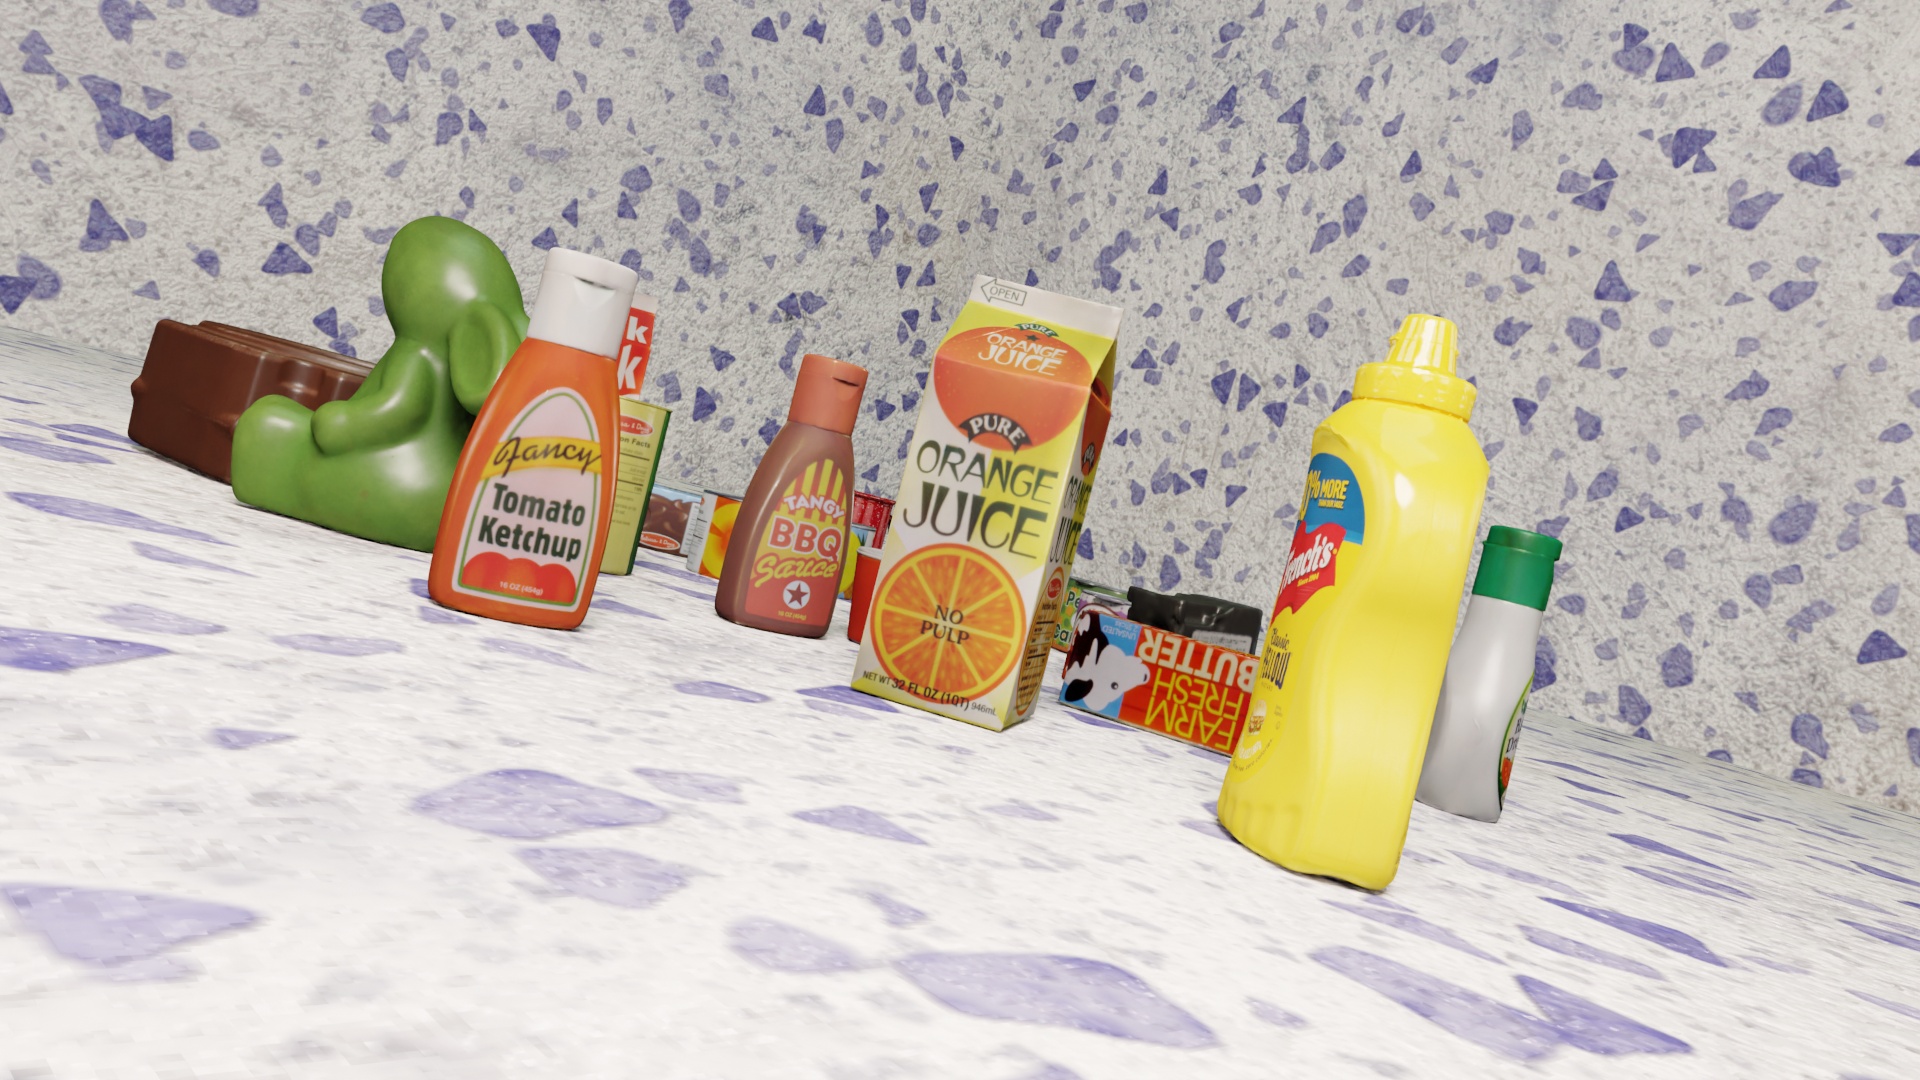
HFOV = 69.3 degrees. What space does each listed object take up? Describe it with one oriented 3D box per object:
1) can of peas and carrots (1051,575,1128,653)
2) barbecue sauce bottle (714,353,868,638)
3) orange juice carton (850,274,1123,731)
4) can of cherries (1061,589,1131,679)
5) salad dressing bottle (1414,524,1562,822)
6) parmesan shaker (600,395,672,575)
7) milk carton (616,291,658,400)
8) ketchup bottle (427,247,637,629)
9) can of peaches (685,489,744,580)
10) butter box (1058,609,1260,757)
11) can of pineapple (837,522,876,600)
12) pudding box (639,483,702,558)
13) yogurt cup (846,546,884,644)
[{"bbox_3d":[0.107,0.063,1.090,0.071,0.058,0.071,14,1,0],"label":"can of peas and carrots"},{"bbox_3d":[-0.085,-0.025,0.749,0.065,0.148,0.043,14,1,-34],"label":"barbecue sauce bottle"},{"bbox_3d":[0.016,-0.019,0.622,0.072,0.192,0.073,14,1,13],"label":"orange juice carton"},{"bbox_3d":[0.100,0.066,0.872,0.071,0.058,0.071,14,1,0],"label":"can of cherries"},{"bbox_3d":[0.272,0.067,0.712,0.044,0.147,0.064,15,1,24],"label":"salad dressing bottle"},{"bbox_3d":[-0.219,-0.037,0.829,0.071,0.103,0.071,14,1,0],"label":"parmesan shaker"},{"bbox_3d":[-0.290,-0.105,1.077,0.072,0.190,0.073,14,1,-18],"label":"milk carton"},{"bbox_3d":[-0.167,-0.042,0.563,0.065,0.148,0.043,14,1,-26],"label":"ketchup bottle"},{"bbox_3d":[-0.153,0.000,0.981,0.071,0.058,0.071,14,1,0],"label":"can of peaches"},{"bbox_3d":[0.107,0.074,0.721,0.103,0.053,0.024,15,1,27],"label":"butter box"},{"bbox_3d":[-0.105,0.010,1.070,0.071,0.058,0.071,14,1,0],"label":"can of pineapple"},{"bbox_3d":[-0.211,-0.012,1.071,0.084,0.049,0.030,14,1,-16],"label":"pudding box"},{"bbox_3d":[-0.032,0.037,0.794,0.072,0.054,0.072,14,1,0],"label":"yogurt cup"}]
